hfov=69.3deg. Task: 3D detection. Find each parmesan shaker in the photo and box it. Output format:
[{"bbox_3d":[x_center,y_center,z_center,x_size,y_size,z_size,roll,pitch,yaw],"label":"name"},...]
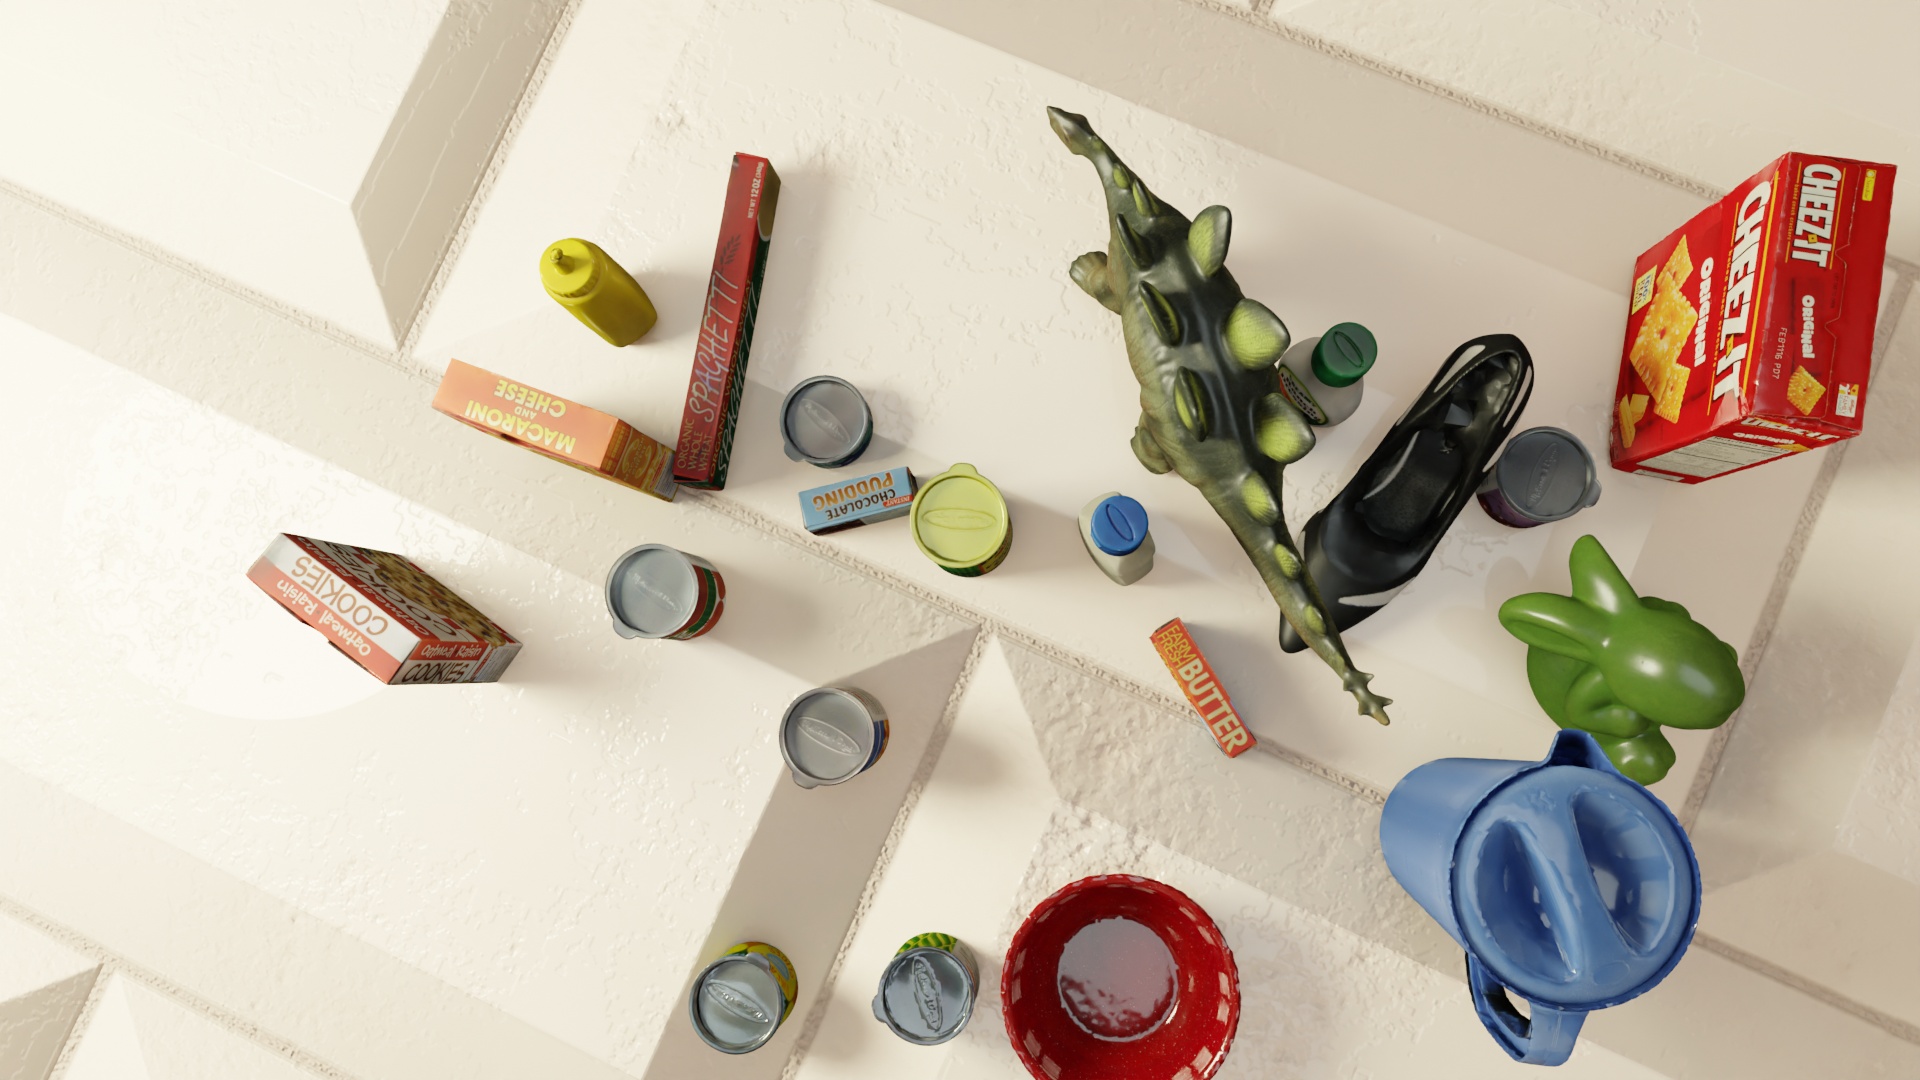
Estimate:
[{"bbox_3d":[0.003,-0.012,0.979,0.071,0.103,0.071,0,84,5],"label":"parmesan shaker"}]

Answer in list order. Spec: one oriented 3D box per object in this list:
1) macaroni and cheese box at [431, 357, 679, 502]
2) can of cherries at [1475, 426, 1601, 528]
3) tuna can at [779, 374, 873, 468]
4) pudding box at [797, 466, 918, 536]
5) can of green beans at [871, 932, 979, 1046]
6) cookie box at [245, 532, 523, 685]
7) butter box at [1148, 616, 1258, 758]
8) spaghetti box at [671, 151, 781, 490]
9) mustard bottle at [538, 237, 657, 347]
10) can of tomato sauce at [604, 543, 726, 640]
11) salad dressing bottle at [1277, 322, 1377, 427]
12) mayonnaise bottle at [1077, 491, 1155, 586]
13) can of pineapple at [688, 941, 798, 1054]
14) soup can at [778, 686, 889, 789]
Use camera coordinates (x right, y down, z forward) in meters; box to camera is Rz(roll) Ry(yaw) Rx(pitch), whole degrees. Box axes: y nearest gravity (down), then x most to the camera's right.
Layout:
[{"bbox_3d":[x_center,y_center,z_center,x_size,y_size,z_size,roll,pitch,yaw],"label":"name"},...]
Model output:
[{"bbox_3d":[-0.274,-0.073,0.975,0.124,0.166,0.040,20,86,6],"label":"macaroni and cheese box"},{"bbox_3d":[0.403,-0.041,0.973,0.071,0.058,0.071,0,84,4],"label":"can of cherries"},{"bbox_3d":[-0.100,-0.085,1.030,0.071,0.033,0.071,0,84,4],"label":"tuna can"},{"bbox_3d":[-0.073,-0.028,1.013,0.084,0.049,0.030,-14,84,3],"label":"pudding box"},{"bbox_3d":[-0.021,0.311,0.969,0.071,0.058,0.071,0,84,4],"label":"can of green beans"},{"bbox_3d":[-0.396,0.052,0.970,0.123,0.167,0.040,35,88,7],"label":"cookie box"},{"bbox_3d":[0.170,0.104,0.979,0.024,0.053,0.103,-32,83,1],"label":"butter box"},{"bbox_3d":[-0.173,-0.161,1.035,0.029,0.050,0.250,9,85,5],"label":"spaghetti box"},{"bbox_3d":[-0.264,-0.183,0.989,0.049,0.160,0.065,-40,83,0],"label":"mustard bottle"},{"bbox_3d":[-0.211,0.041,1.000,0.071,0.083,0.071,0,84,5],"label":"can of tomato sauce"},{"bbox_3d":[0.251,-0.115,0.948,0.044,0.147,0.064,-36,83,1],"label":"salad dressing bottle"},{"bbox_3d":[0.107,-0.004,0.947,0.041,0.148,0.065,-34,83,1],"label":"mayonnaise bottle"},{"bbox_3d":[-0.150,0.319,0.978,0.071,0.058,0.071,0,84,4],"label":"can of pineapple"},{"bbox_3d":[-0.089,0.138,0.979,0.071,0.083,0.071,0,84,5],"label":"soup can"}]
